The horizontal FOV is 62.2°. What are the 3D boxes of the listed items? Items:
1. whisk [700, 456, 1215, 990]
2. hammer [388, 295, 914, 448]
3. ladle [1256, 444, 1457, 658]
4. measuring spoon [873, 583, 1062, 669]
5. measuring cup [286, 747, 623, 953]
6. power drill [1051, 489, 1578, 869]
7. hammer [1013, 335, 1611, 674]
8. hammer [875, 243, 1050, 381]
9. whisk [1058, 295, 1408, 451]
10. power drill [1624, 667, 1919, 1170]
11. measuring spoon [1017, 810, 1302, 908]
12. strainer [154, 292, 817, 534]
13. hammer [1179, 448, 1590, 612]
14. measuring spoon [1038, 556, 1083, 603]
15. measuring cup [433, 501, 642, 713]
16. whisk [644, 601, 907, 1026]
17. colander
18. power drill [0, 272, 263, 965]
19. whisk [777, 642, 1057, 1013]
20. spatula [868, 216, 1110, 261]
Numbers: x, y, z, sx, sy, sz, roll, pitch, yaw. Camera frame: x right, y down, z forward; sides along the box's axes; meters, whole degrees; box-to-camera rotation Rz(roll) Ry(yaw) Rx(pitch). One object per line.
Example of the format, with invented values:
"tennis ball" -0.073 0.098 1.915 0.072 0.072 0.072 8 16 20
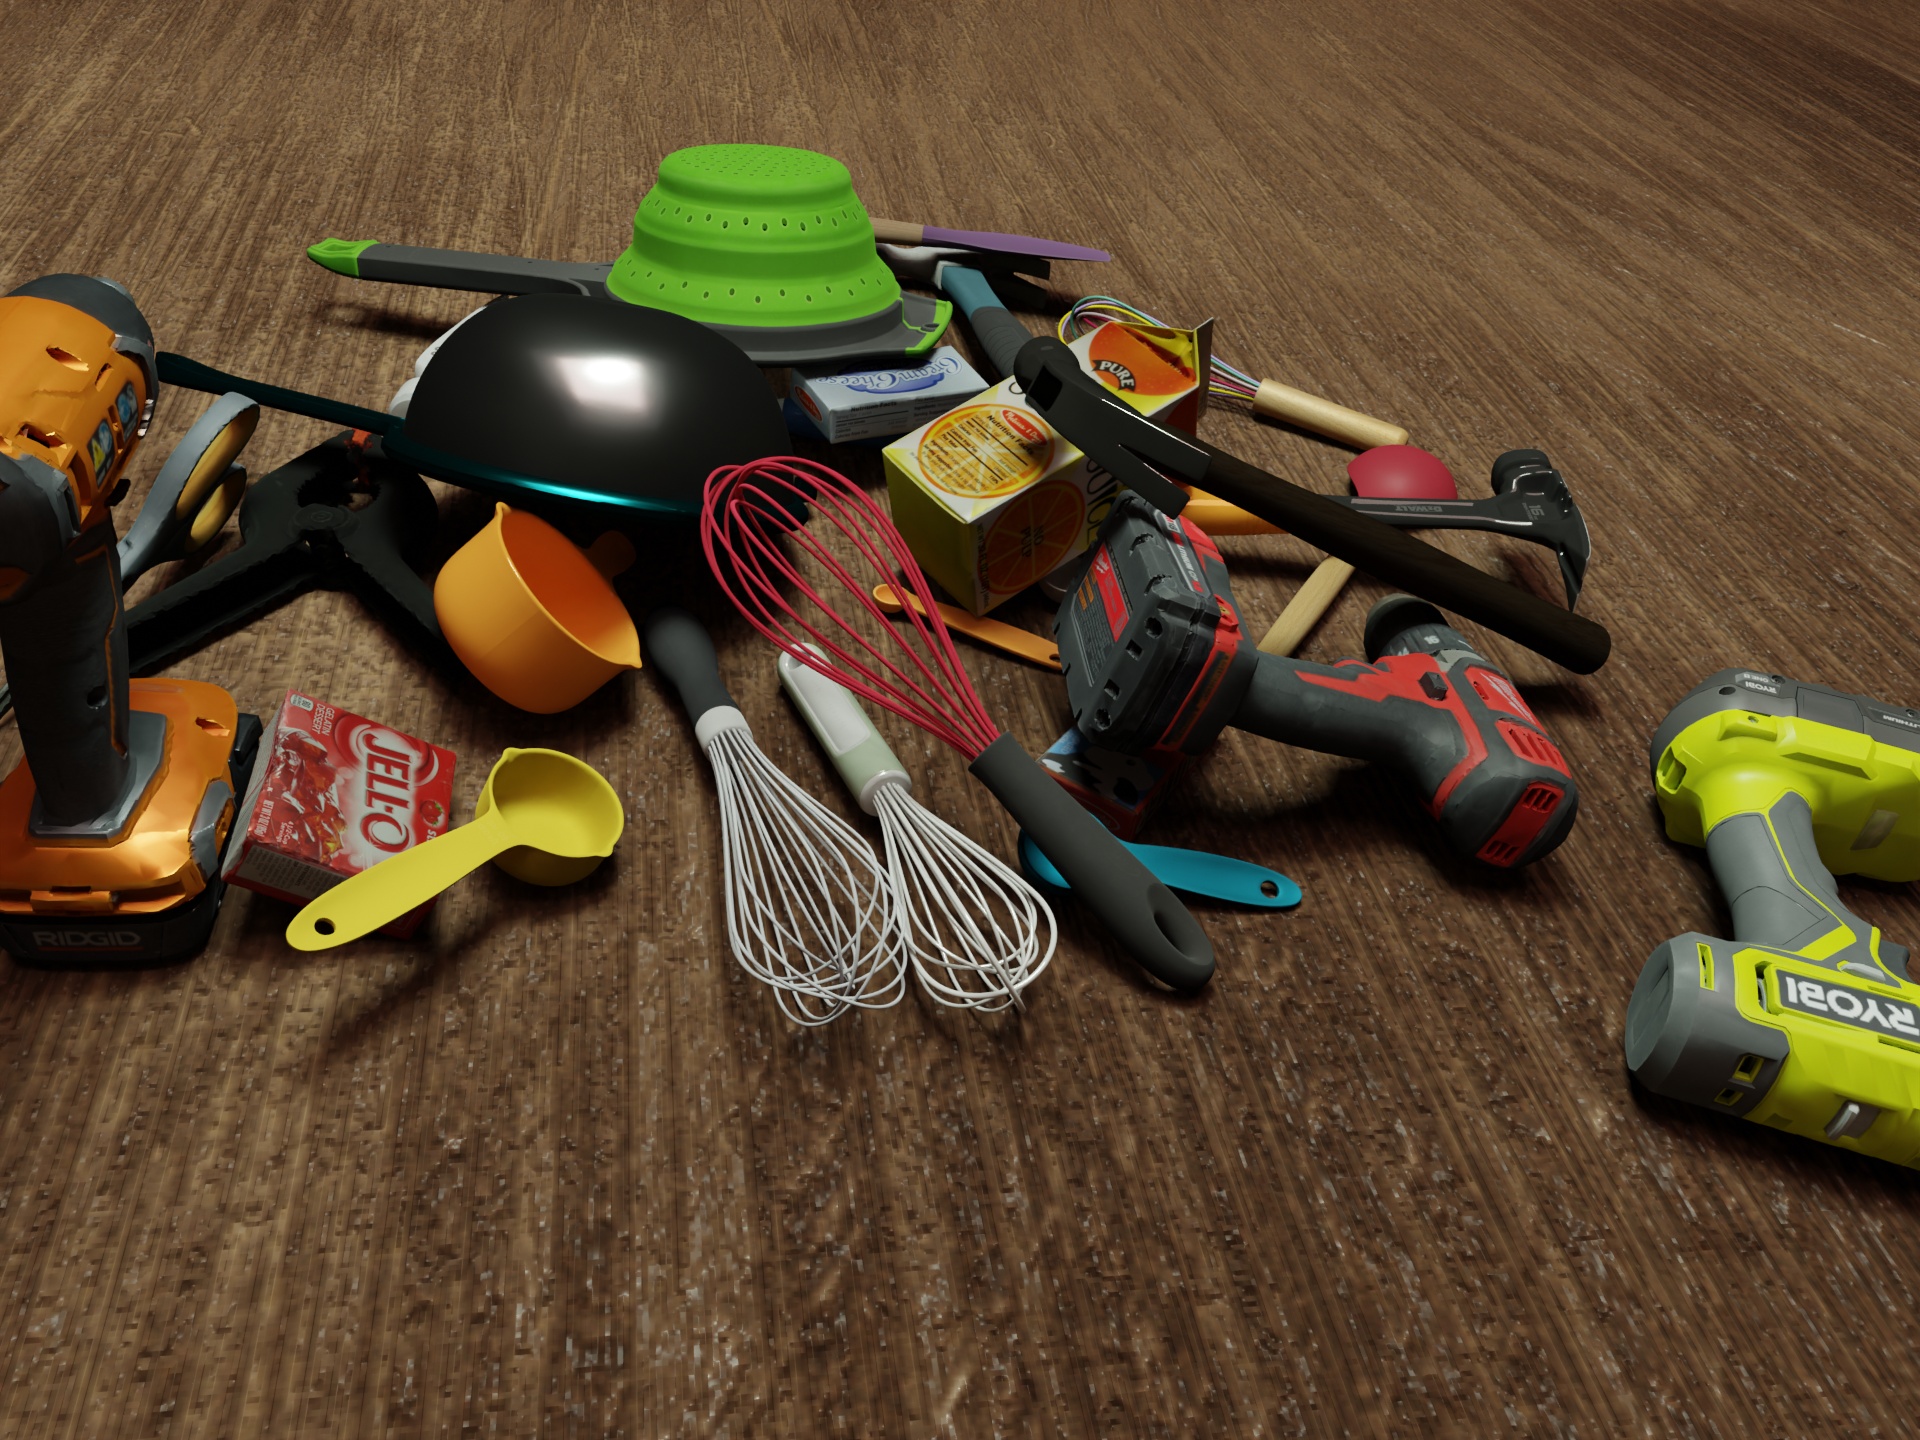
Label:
"whisk" -0.001 -0.002 0.657 0.296 0.073 0.073 47 48 8
"hammer" -0.116 -0.188 0.948 0.405 0.035 0.144 7 38 -2
"ladle" 0.214 -0.090 0.897 0.069 0.031 0.315 23 42 20
"measuring spoon" 0.008 -0.045 0.815 0.117 0.011 0.021 21 36 10
"measuring cup" -0.193 0.057 0.605 0.062 0.029 0.156 44 36 10
"power drill" 0.162 -0.028 0.740 0.226 0.080 0.188 18 30 -16
"hammer" 0.181 -0.091 0.763 0.331 0.031 0.130 21 22 -19
"hammer" 0.021 -0.254 1.026 0.128 0.033 0.331 -1 31 -13
"whisk" 0.178 -0.227 1.049 0.245 0.051 0.047 24 35 14
"power drill" 0.381 0.087 0.666 0.190 0.080 0.229 15 41 8
"measuring spoon" 0.084 0.067 0.685 0.128 0.021 0.042 12 57 -10
"strainer" -0.235 -0.175 0.796 0.340 0.095 0.211 13 13 2
"hammer" 0.169 -0.111 0.876 0.337 0.034 0.127 2 38 2
"measuring spoon" 0.089 -0.047 0.831 0.124 0.018 0.034 39 46 23
"measuring cup" -0.193 -0.057 0.755 0.095 0.052 0.174 51 11 -12
"whisk" -0.090 0.025 0.675 0.070 0.070 0.285 -9 36 -21
"colander" -0.202 -0.295 0.949 0.397 0.094 0.205 8 30 6
"power drill" -0.312 -0.041 0.571 0.084 0.226 0.164 1 39 -10
"whisk" -0.029 0.036 0.678 0.058 0.059 0.247 -32 43 -5
"spatula" -0.052 -0.343 1.115 0.316 0.018 0.060 6 26 -2
